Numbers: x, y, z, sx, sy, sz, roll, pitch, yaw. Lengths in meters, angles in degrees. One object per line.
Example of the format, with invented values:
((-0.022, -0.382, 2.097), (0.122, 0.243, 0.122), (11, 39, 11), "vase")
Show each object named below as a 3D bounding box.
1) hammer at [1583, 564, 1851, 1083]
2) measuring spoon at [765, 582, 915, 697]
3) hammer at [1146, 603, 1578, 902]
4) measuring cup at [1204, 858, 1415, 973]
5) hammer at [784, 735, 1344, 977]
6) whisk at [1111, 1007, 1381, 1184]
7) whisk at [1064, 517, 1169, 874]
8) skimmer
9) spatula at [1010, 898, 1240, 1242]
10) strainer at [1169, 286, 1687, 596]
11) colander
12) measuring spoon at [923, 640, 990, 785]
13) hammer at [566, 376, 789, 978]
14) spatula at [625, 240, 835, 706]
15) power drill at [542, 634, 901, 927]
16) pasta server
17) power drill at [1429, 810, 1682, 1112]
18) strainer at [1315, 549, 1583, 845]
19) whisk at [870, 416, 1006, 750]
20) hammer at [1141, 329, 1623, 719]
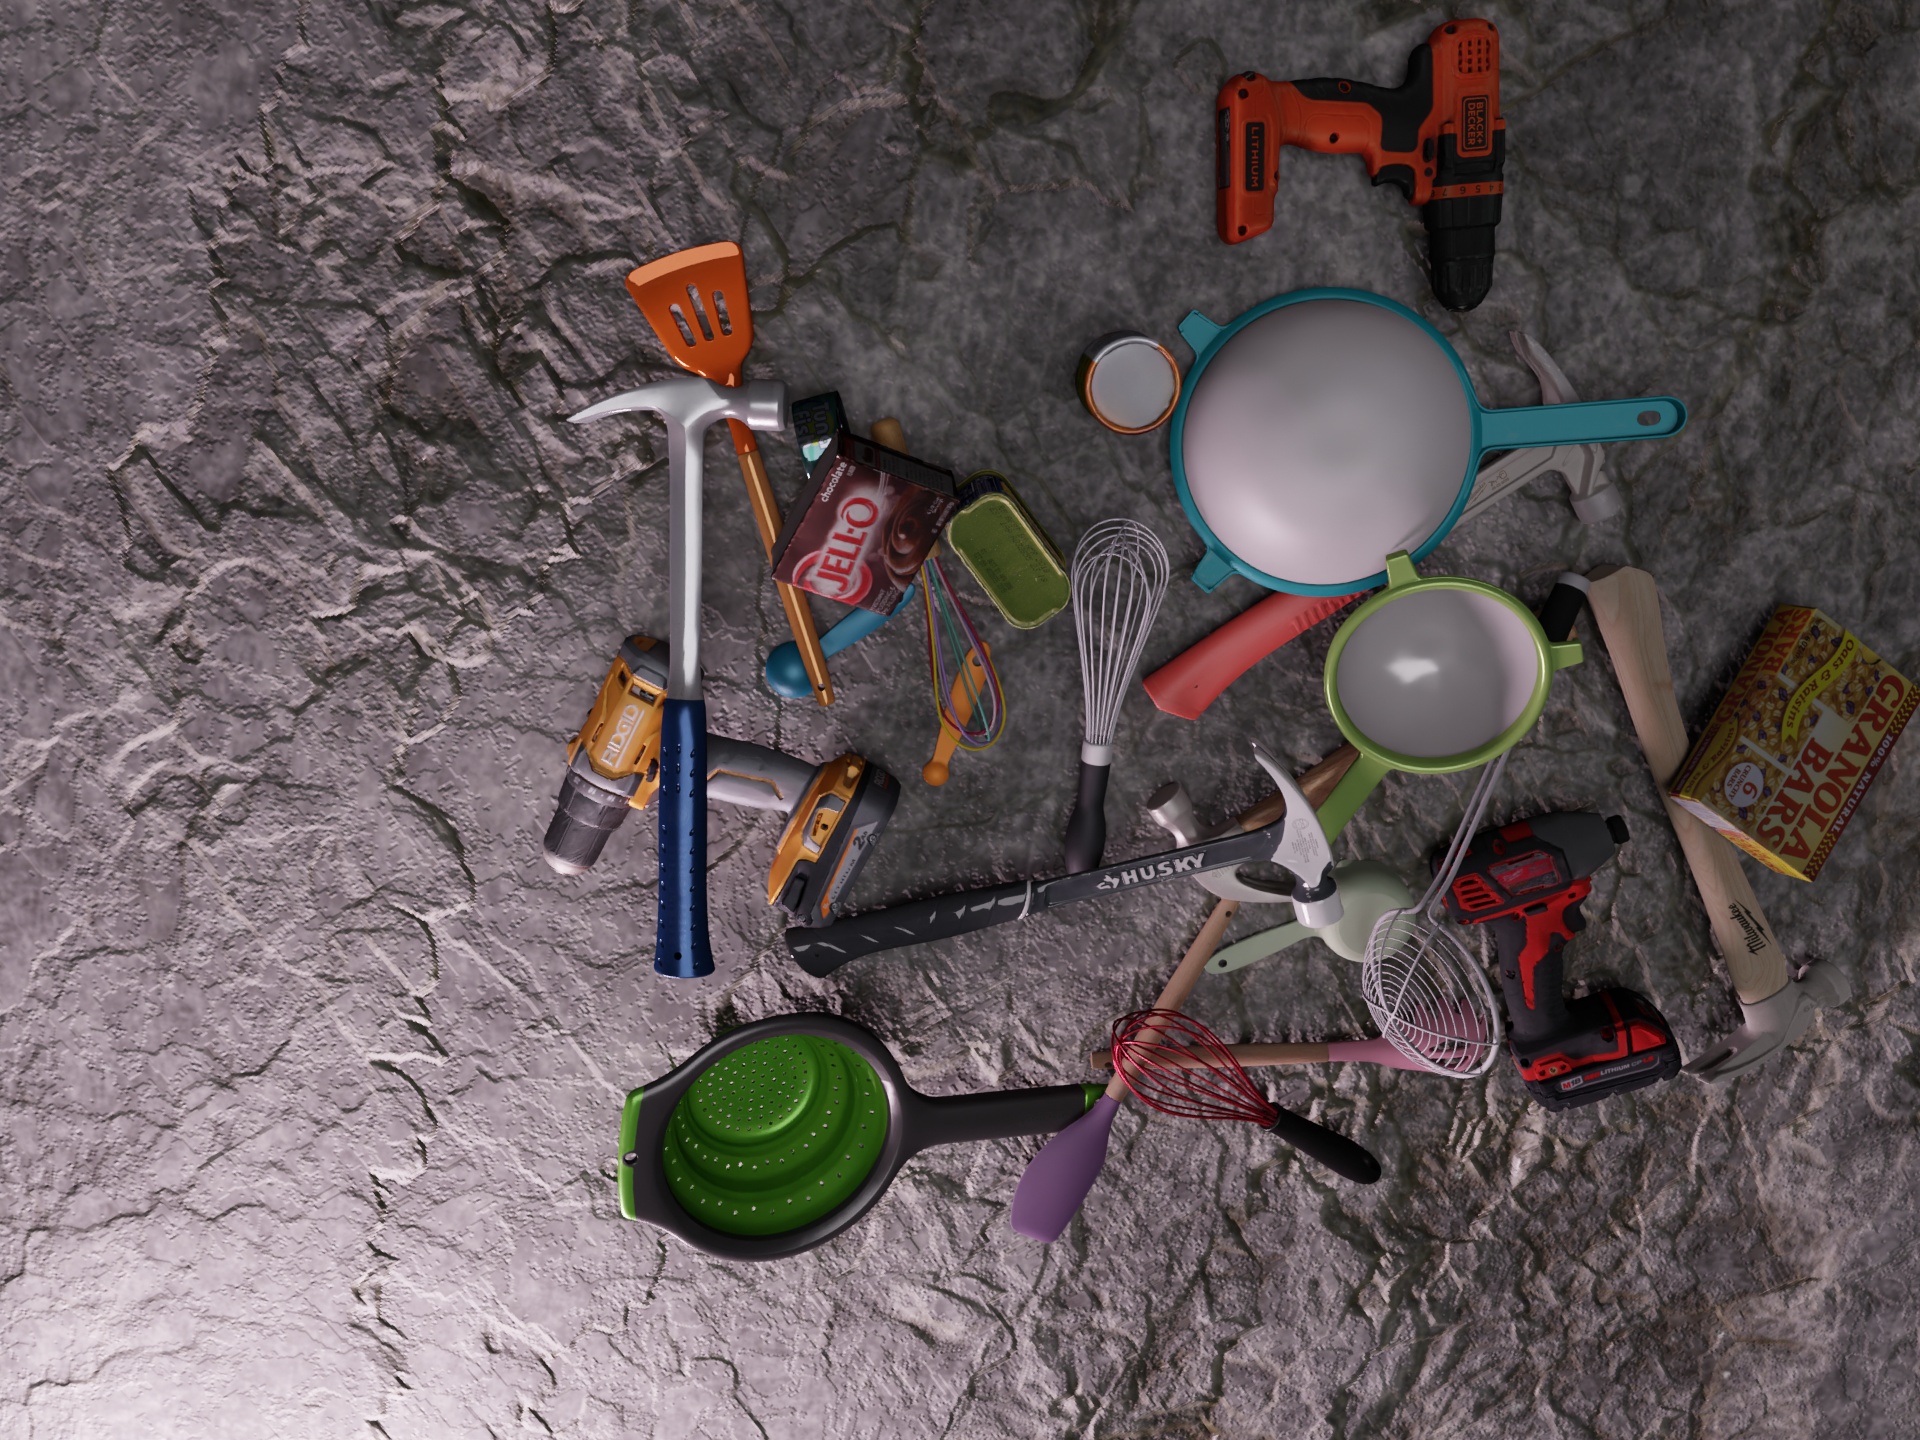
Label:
((0.542, 0.076, 1.190), (0.146, 0.038, 0.410), (-30, 104, -12), "hammer")
((-0.085, -0.059, 1.144), (0.128, 0.021, 0.042), (-35, 105, 8), "measuring spoon")
((0.309, 0.022, 1.181), (0.331, 0.031, 0.130), (-35, 105, 8), "hammer")
((0.269, 0.166, 1.218), (0.167, 0.038, 0.083), (-22, 107, 2), "measuring cup")
((0.065, 0.124, 1.170), (0.409, 0.036, 0.149), (-14, 111, 11), "hammer")
((0.226, 0.298, 1.229), (0.295, 0.073, 0.073), (32, 104, -26), "whisk")
((0.104, -0.008, 1.152), (0.070, 0.070, 0.284), (4, 112, -4), "whisk")
((0.386, 0.075, 1.138), (0.090, 0.127, 0.363), (24, 89, -29), "skimmer")
((0.130, 0.270, 1.235), (0.059, 0.018, 0.316), (28, 96, -21), "spatula")
((0.309, -0.189, 1.049), (0.340, 0.095, 0.211), (-3, 97, 9), "strainer")
((-0.070, 0.295, 1.230), (0.397, 0.095, 0.204), (0, 108, -21), "colander")
((-0.002, -0.004, 1.170), (0.021, 0.011, 0.117), (18, 105, -8), "measuring spoon")
((-0.192, -0.026, 1.077), (0.144, 0.035, 0.405), (2, 98, 2), "hammer")
((-0.140, -0.160, 1.094), (0.081, 0.041, 0.322), (-17, 102, 1), "spatula")
((-0.180, 0.066, 1.151), (0.226, 0.084, 0.185), (28, 104, -5), "power drill")
((0.261, 0.259, 1.256), (0.316, 0.040, 0.060), (-3, 107, 3), "pasta server")
((0.459, 0.174, 1.206), (0.143, 0.078, 0.219), (-22, 103, 13), "power drill")
((0.306, -0.003, 1.133), (0.151, 0.069, 0.256), (26, 121, -5), "strainer")
((-0.019, -0.093, 1.122), (0.047, 0.051, 0.245), (-17, 102, 6), "whisk")
((0.284, -0.120, 1.134), (0.359, 0.037, 0.149), (-33, 105, 7), "hammer")
